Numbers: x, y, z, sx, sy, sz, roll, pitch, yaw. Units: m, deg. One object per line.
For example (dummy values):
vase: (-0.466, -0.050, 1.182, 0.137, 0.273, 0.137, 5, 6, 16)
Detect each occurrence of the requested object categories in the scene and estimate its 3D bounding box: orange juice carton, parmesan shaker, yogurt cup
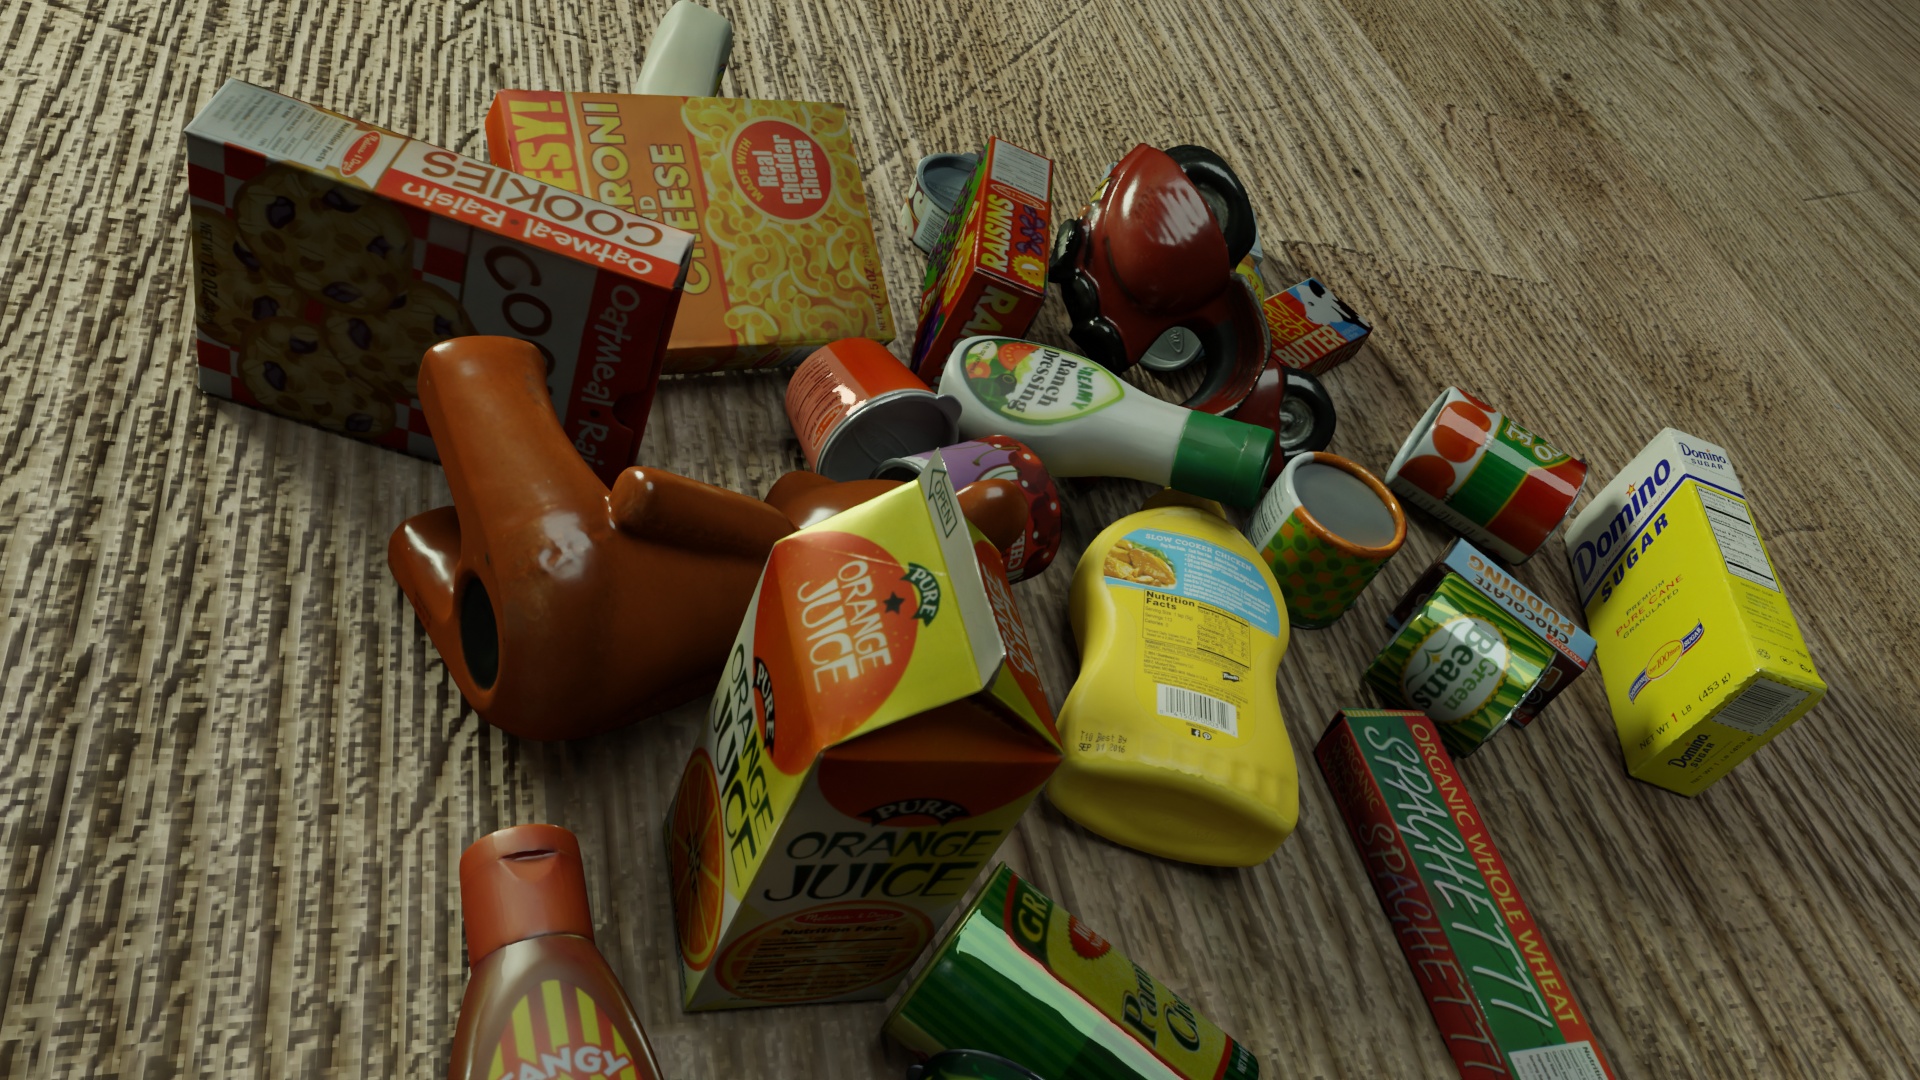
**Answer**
orange juice carton: (-0.030, 0.064, 0.413, 0.073, 0.191, 0.072, 4, 47, -24)
parmesan shaker: (0.035, 0.161, 0.447, 0.103, 0.071, 0.072, 36, 43, 8)
yogurt cup: (-0.042, -0.053, 0.614, 0.072, 0.072, 0.054, -8, 45, -32)

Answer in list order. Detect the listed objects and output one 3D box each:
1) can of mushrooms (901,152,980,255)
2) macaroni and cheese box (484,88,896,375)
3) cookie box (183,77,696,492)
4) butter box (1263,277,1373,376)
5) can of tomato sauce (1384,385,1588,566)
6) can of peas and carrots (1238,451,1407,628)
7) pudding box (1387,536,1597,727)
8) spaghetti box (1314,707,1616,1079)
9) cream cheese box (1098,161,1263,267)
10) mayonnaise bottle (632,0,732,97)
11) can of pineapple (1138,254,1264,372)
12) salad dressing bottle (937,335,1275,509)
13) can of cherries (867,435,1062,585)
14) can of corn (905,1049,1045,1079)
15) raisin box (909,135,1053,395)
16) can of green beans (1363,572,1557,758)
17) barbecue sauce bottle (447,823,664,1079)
can of mushrooms: (0.002, -0.188, 0.786, 0.071, 0.033, 0.071, 13, 45, -14)
macaroni and cheese box: (-0.122, -0.140, 0.640, 0.167, 0.040, 0.124, -8, 81, -32)
cookie box: (-0.195, -0.084, 0.523, 0.167, 0.122, 0.040, 17, 45, -11)
butter box: (0.198, -0.122, 0.827, 0.053, 0.024, 0.104, 44, 45, 18)
can of tomato sauce: (0.286, -0.037, 0.757, 0.083, 0.070, 0.071, 33, 43, 6)
can of peas and carrots: (0.175, 0.000, 0.673, 0.071, 0.058, 0.071, 14, 45, -14)
pudding box: (0.259, 0.045, 0.679, 0.084, 0.049, 0.030, 40, 43, 13)
spaghetti box: (0.210, 0.176, 0.544, 0.050, 0.028, 0.251, 3, 48, -24)
cream cheese box: (0.138, -0.200, 0.872, 0.104, 0.024, 0.054, 15, 44, -13)
mayonnaise bottle: (-0.152, -0.207, 0.709, 0.041, 0.064, 0.149, 19, 53, -18)
can of pineapple: (0.127, -0.132, 0.770, 0.058, 0.070, 0.071, -26, 64, -41)
salad dressing bottle: (0.064, -0.051, 0.621, 0.148, 0.043, 0.064, 17, 49, 15)
can of cherries: (0.002, -0.007, 0.587, 0.058, 0.071, 0.071, -16, 58, -38)
can of corn: (0.000, 0.192, 0.400, 0.071, 0.070, 0.058, 35, 44, 8)
raisin box: (0.011, -0.133, 0.699, 0.040, 0.085, 0.124, 21, 43, -14)
can of green beans: (0.229, 0.057, 0.640, 0.058, 0.071, 0.071, 40, 44, 14)
barbecue sauce bottle: (-0.115, 0.154, 0.393, 0.065, 0.043, 0.149, -2, 50, -27)
